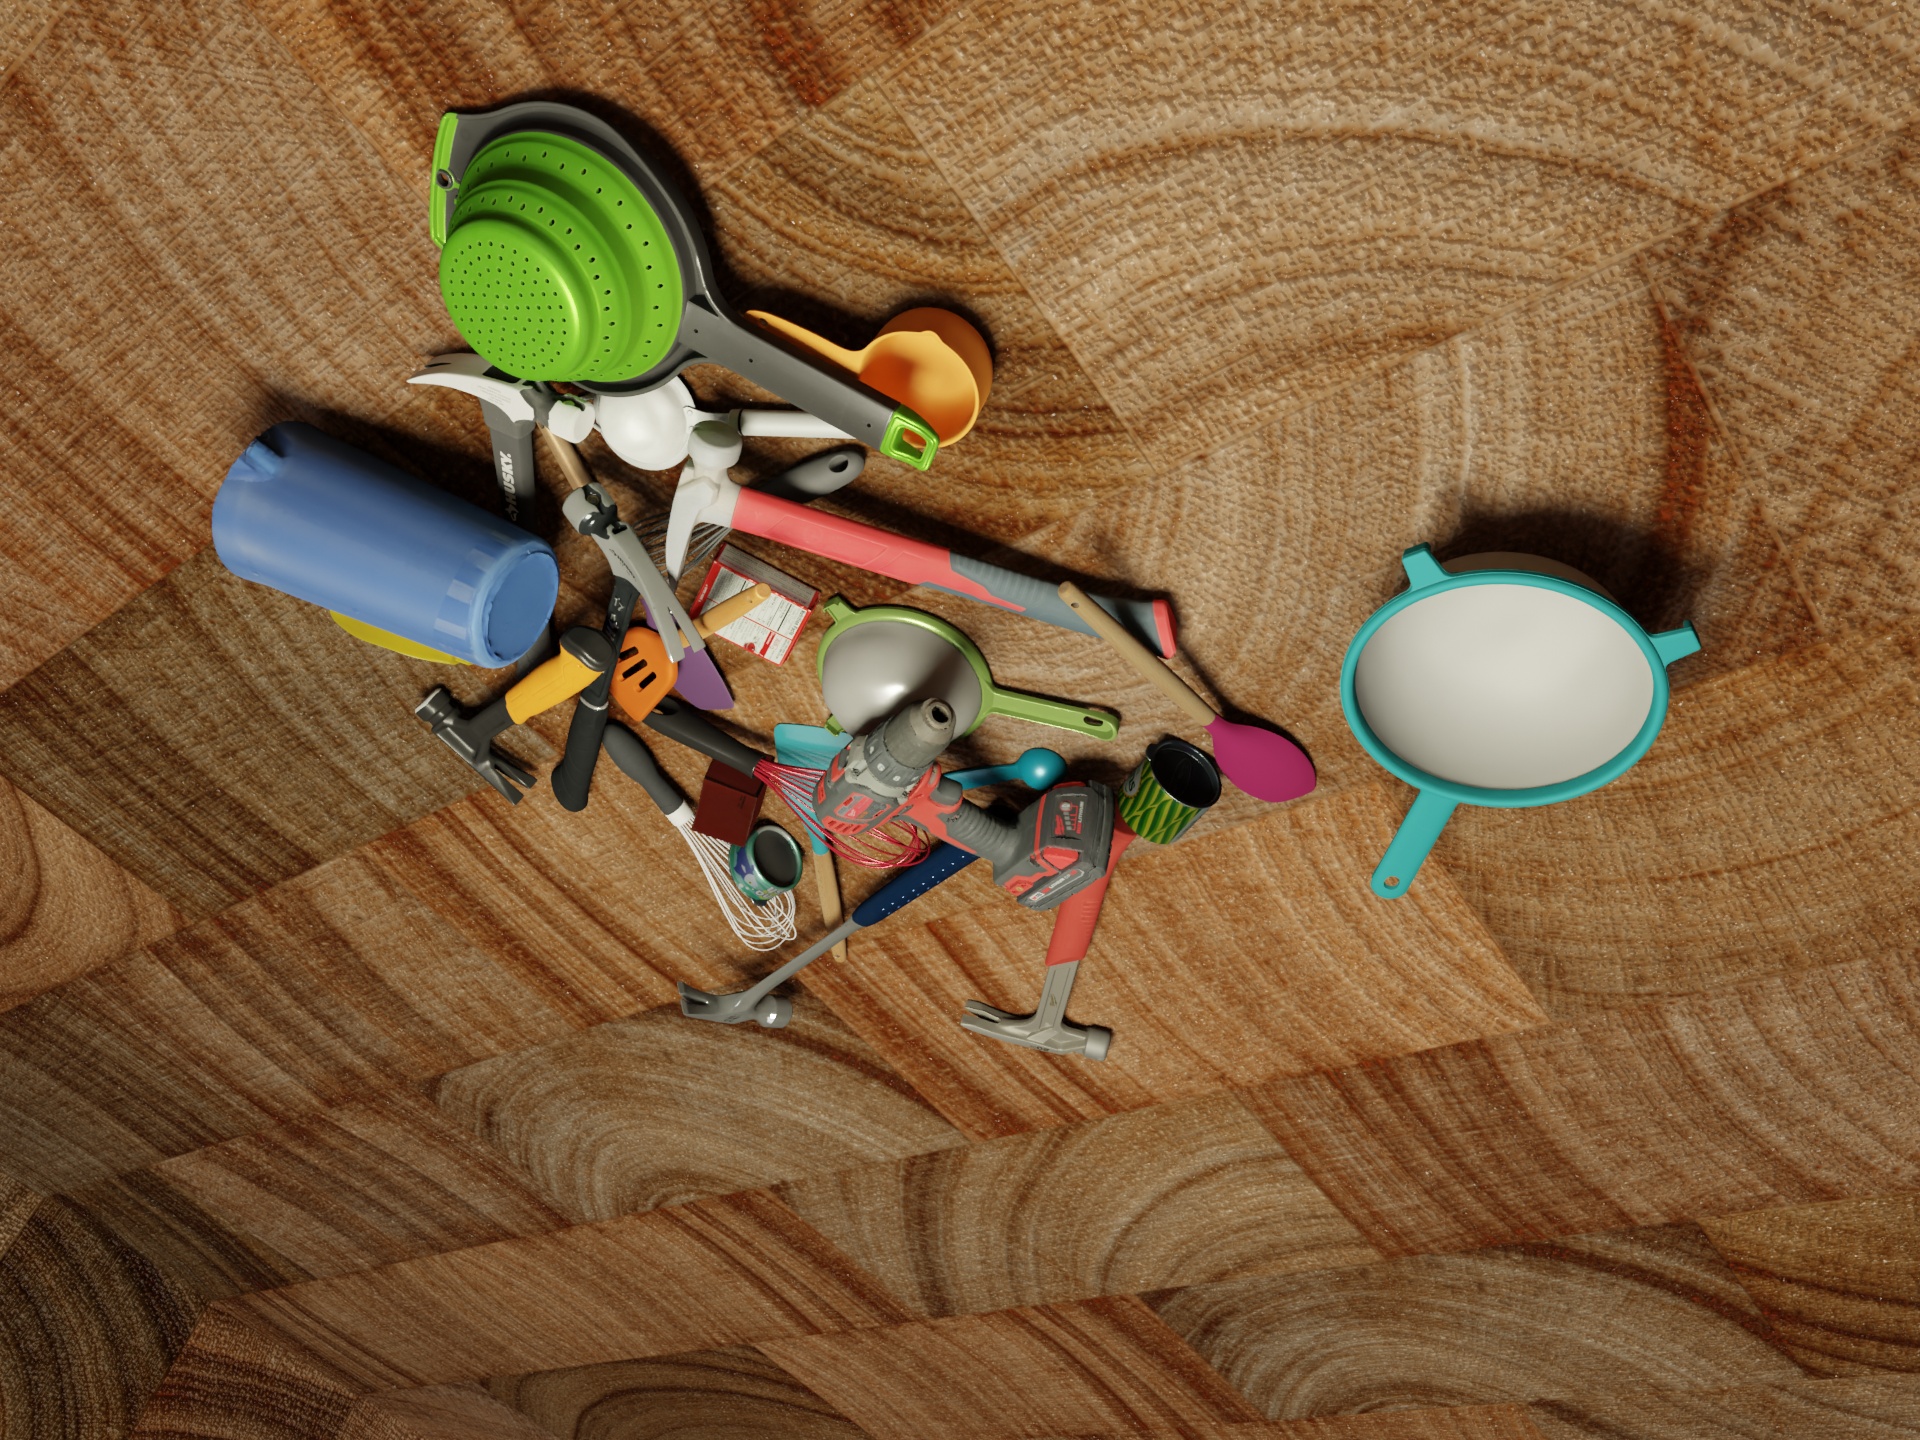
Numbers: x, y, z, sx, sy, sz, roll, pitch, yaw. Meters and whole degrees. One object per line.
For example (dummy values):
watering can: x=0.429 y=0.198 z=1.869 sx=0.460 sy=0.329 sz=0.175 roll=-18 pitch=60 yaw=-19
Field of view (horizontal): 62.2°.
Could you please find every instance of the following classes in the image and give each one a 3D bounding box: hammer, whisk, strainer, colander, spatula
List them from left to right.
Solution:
hammer: x=-0.356 y=-0.147 z=1.278 sx=0.146 sy=0.035 sz=0.334 roll=24 pitch=140 yaw=11
hammer: x=-0.364 y=-0.011 z=1.349 sx=0.127 sy=0.034 sz=0.337 roll=46 pitch=146 yaw=-15
hammer: x=-0.300 y=-0.024 z=1.334 sx=0.149 sy=0.036 sz=0.408 roll=51 pitch=147 yaw=12
spatula: x=-0.269 y=-0.123 z=1.295 sx=0.060 sy=0.018 sz=0.315 roll=0 pitch=134 yaw=28
colander: x=-0.203 y=-0.254 z=1.050 sx=0.397 sy=0.094 sz=0.204 roll=29 pitch=135 yaw=3
spatula: x=-0.218 y=-0.063 z=1.247 sx=0.081 sy=0.041 sz=0.322 roll=56 pitch=152 yaw=-9
whisk: x=-0.243 y=0.109 z=1.487 sx=0.070 sy=0.070 sz=0.284 roll=-19 pitch=120 yaw=32
strainer: x=-0.171 y=-0.218 z=1.158 sx=0.258 sy=0.050 sz=0.086 roll=4 pitch=119 yaw=10
whisk: x=-0.172 y=-0.155 z=1.213 sx=0.239 sy=0.055 sz=0.055 roll=-19 pitch=124 yaw=27
whisk: x=-0.158 y=0.049 z=1.376 sx=0.296 sy=0.073 sz=0.073 roll=28 pitch=136 yaw=9
spatula: x=-0.123 y=0.127 z=1.487 sx=0.082 sy=0.044 sz=0.317 roll=9 pitch=139 yaw=10
hammer: x=-0.103 y=0.190 z=1.482 sx=0.405 sy=0.035 sz=0.144 roll=-37 pitch=146 yaw=31
hammer: x=-0.026 y=-0.103 z=1.187 sx=0.386 sy=0.038 sz=0.143 roll=17 pitch=131 yaw=-7
strainer: x=-0.002 y=-0.004 z=1.285 sx=0.256 sy=0.069 sz=0.151 roll=13 pitch=135 yaw=8
hammer: x=0.094 y=0.195 z=1.470 sx=0.149 sy=0.037 sz=0.358 roll=14 pitch=136 yaw=5
strainer: x=0.367 y=-0.002 z=1.152 sx=0.211 sy=0.095 sz=0.340 roll=17 pitch=138 yaw=5

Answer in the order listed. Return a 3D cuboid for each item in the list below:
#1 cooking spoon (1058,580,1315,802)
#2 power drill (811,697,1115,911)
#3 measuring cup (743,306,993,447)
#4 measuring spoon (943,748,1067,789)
cooking spoon: x=0.174 y=-0.014 z=1.214 sx=0.069 sy=0.017 sz=0.318 roll=-23 pitch=135 yaw=34
power drill: x=0.012 y=0.062 z=1.265 sx=0.226 sy=0.080 sz=0.188 roll=22 pitch=146 yaw=-19
measuring cup: x=-0.060 y=-0.252 z=1.082 sx=0.173 sy=0.052 sz=0.095 roll=24 pitch=136 yaw=5
measuring spoon: x=0.029 y=0.052 z=1.362 sx=0.128 sy=0.021 sz=0.042 roll=-11 pitch=128 yaw=25
